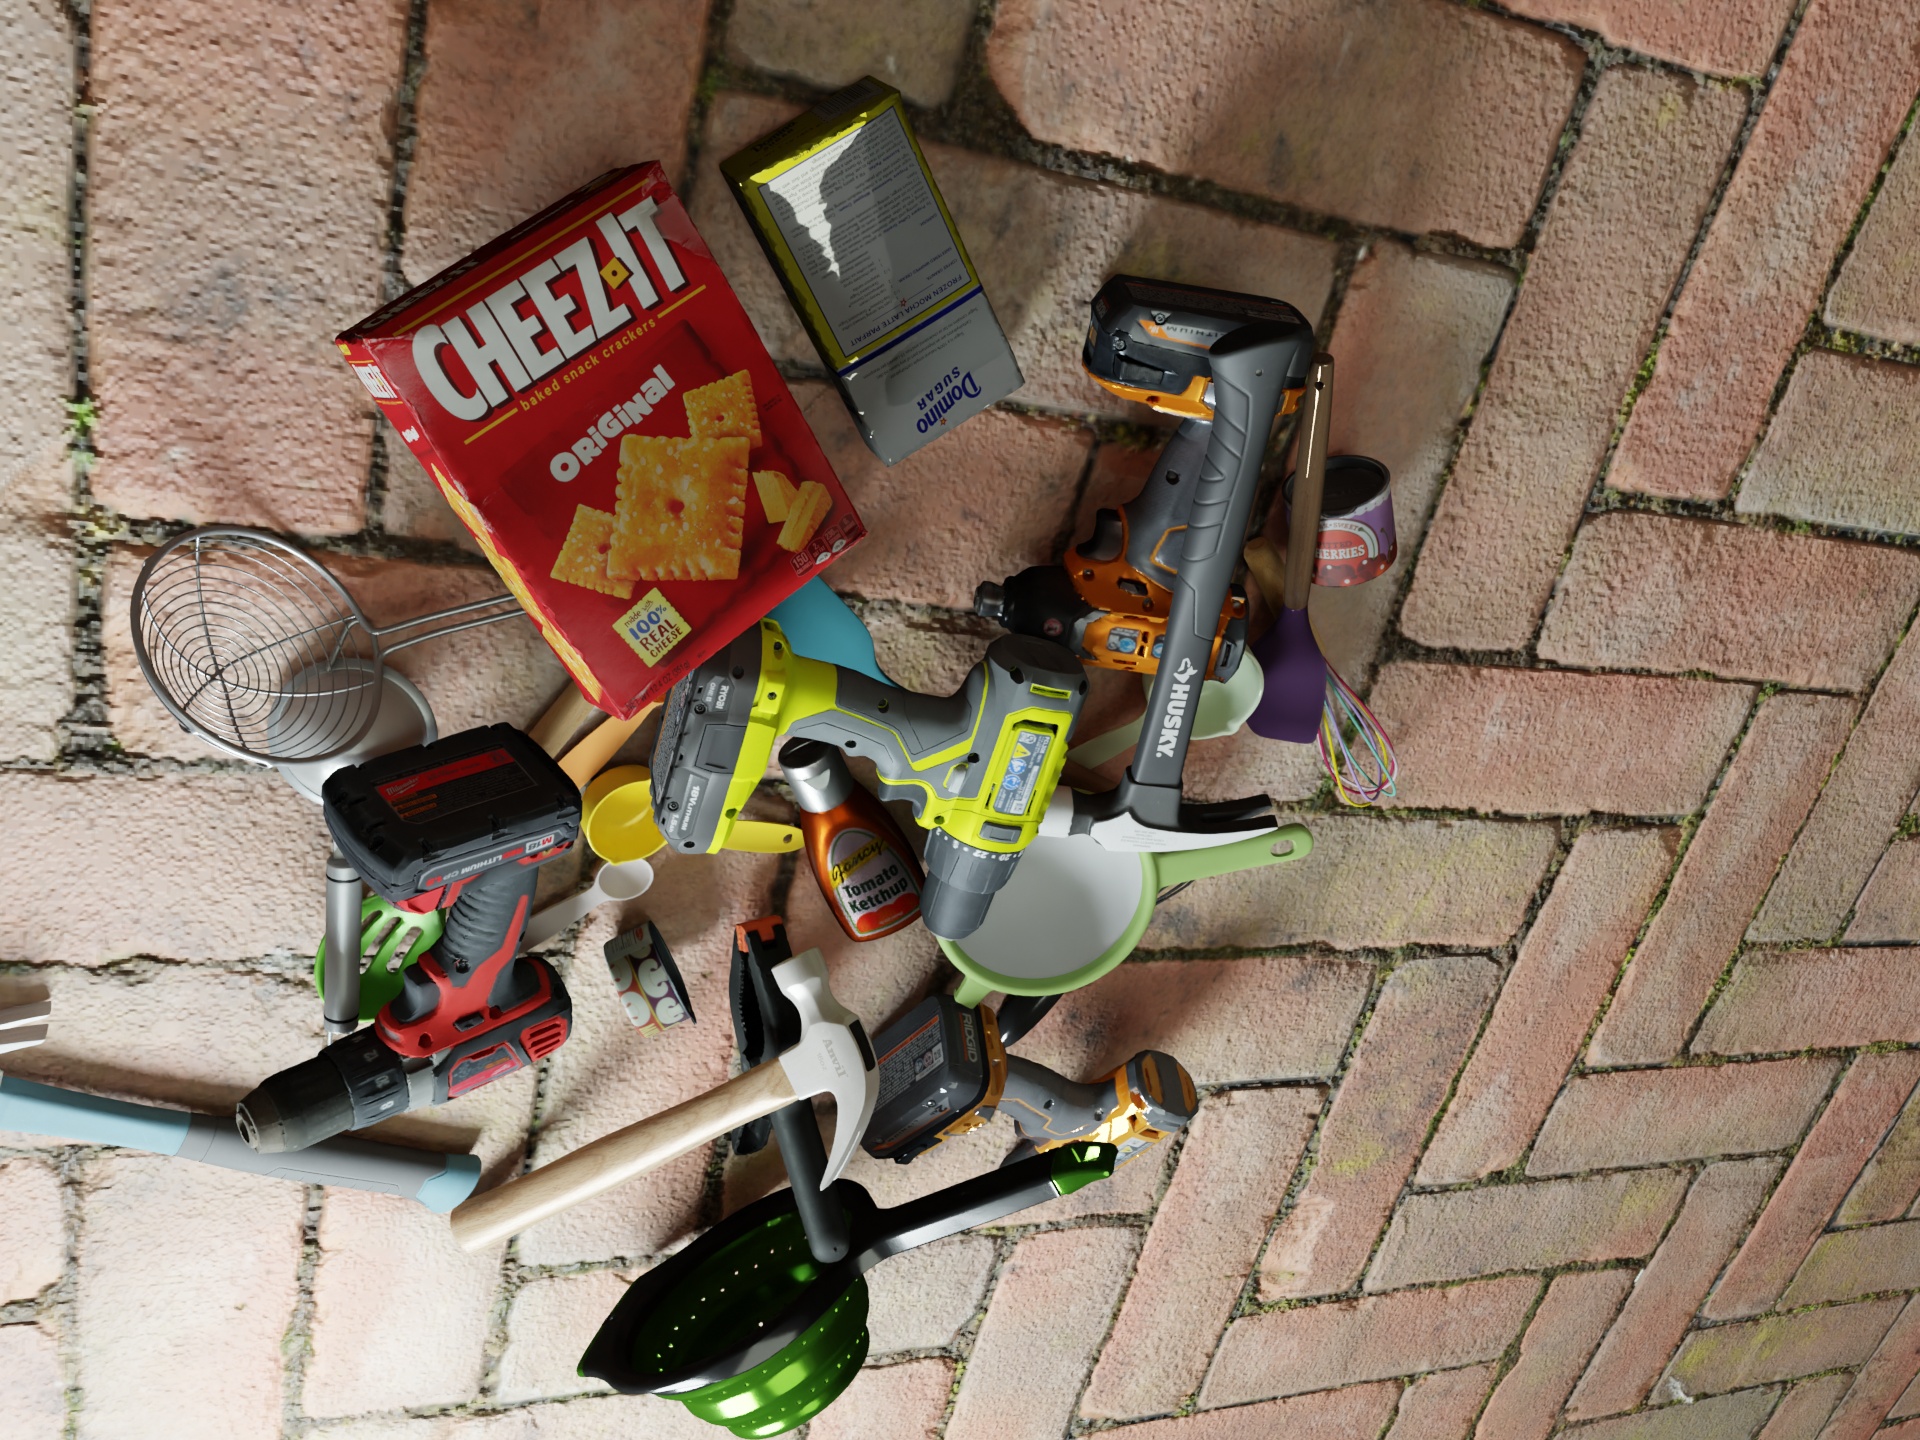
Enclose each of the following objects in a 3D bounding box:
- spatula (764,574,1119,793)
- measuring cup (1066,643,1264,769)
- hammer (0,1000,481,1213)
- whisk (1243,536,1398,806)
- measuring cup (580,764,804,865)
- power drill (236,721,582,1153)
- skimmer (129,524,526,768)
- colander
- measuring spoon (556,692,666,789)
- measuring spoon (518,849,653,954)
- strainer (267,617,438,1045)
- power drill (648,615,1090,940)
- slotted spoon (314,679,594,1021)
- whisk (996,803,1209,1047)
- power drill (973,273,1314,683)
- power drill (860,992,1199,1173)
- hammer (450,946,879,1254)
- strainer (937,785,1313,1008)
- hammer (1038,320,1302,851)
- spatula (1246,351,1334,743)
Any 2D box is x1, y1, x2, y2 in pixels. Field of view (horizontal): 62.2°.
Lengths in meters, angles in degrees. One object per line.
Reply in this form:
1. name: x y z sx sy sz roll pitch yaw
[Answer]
1. spatula: -0.002 -0.003 0.986 0.317 0.044 0.082 25 106 -35
2. measuring cup: 0.118 -0.007 1.047 0.167 0.038 0.083 -29 126 16
3. hammer: -0.447 0.248 0.941 0.330 0.033 0.128 22 109 -33
4. whisk: 0.245 -0.027 1.082 0.047 0.051 0.244 -32 124 4
5. measuring cup: -0.160 0.060 0.968 0.156 0.029 0.062 12 113 -42
6. power drill: -0.294 0.127 0.854 0.188 0.080 0.226 -20 138 -40
7. skimmer: -0.220 -0.071 0.814 0.363 0.127 0.090 -17 168 -19
8. colander: -0.059 0.373 1.033 0.397 0.204 0.094 -26 100 20
9. measuring spoon: -0.209 0.013 0.922 0.117 0.011 0.021 -43 116 9
10. measuring spoon: -0.243 0.113 0.966 0.124 0.018 0.034 -30 130 3
11. strainer: -0.332 0.073 0.861 0.087 0.050 0.258 6 112 -11
12. power drill: -0.055 0.032 0.908 0.228 0.080 0.190 10 114 -20
13. slotted spoon: -0.262 0.045 0.907 0.070 0.031 0.314 35 99 -33
14. whisk: 0.098 0.146 1.118 0.055 0.055 0.239 30 108 -35
15. power drill: 0.102 -0.133 0.918 0.164 0.084 0.226 7 119 -7
16. power drill: 0.031 0.283 1.136 0.226 0.084 0.185 22 132 -32
17. hammer: -0.191 0.265 0.991 0.331 0.130 0.031 -29 174 21
18. strainer: 0.101 0.091 1.054 0.256 0.069 0.151 -11 113 -6
19. hammer: 0.139 -0.063 0.900 0.146 0.035 0.334 6 123 -5
20. spatula: 0.208 -0.093 0.989 0.060 0.018 0.315 10 139 14
